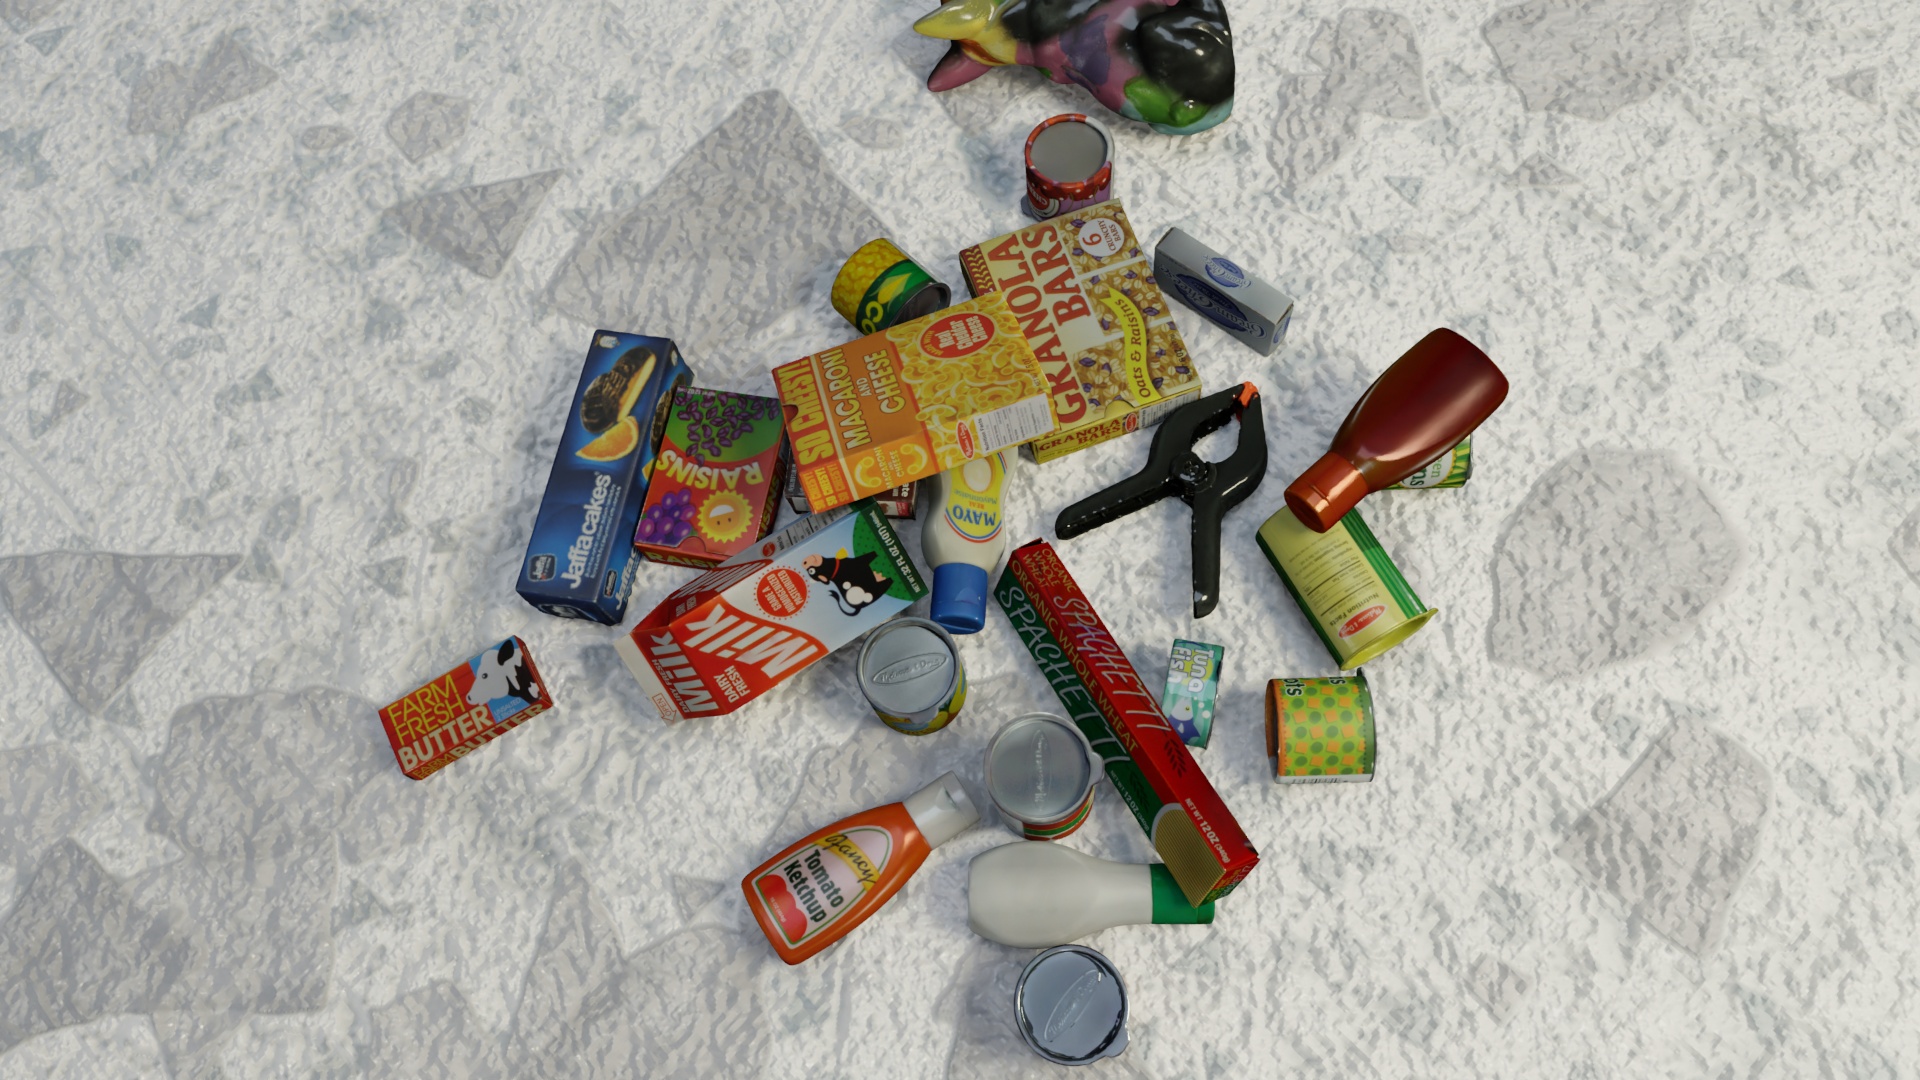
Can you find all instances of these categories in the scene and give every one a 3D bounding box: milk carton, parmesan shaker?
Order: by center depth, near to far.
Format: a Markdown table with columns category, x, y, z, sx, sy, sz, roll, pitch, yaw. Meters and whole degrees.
| category | x | y | z | sx | sy | sz | roll | pitch | yaw |
| --- | --- | --- | --- | --- | --- | --- | --- | --- | --- |
| parmesan shaker | 0.246 | 0.022 | 0.891 | 0.071 | 0.071 | 0.103 | -27 | 69 | -5 |
| milk carton | -0.124 | 0.045 | 0.897 | 0.191 | 0.073 | 0.072 | -30 | 107 | -4 |

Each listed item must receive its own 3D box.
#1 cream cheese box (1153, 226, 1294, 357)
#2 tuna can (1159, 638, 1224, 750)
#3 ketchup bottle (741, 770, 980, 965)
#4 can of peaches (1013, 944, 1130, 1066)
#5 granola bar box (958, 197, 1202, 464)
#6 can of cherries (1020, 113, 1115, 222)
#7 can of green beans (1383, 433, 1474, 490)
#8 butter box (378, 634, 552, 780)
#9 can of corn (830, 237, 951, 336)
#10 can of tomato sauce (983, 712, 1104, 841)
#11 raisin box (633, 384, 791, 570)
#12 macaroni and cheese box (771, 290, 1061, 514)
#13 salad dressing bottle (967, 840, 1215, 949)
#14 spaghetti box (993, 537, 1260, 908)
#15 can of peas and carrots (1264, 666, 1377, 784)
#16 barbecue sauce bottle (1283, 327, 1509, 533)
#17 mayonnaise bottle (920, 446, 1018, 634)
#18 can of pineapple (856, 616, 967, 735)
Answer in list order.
| category | x | y | z | sx | sy | sz | roll | pitch | yaw |
| --- | --- | --- | --- | --- | --- | --- | --- | --- | --- |
| cream cheese box | 0.184 | -0.175 | 0.979 | 0.104 | 0.053 | 0.024 | 37 | 79 | 16 |
| tuna can | 0.145 | 0.095 | 0.871 | 0.033 | 0.071 | 0.071 | 10 | 71 | 10 |
| ketchup bottle | -0.059 | 0.198 | 0.865 | 0.149 | 0.043 | 0.065 | -32 | 70 | -8 |
| can of peaches | 0.067 | 0.276 | 0.817 | 0.071 | 0.058 | 0.071 | -1 | 69 | 4 |
| granola bar box | 0.083 | -0.151 | 0.986 | 0.124 | 0.039 | 0.166 | -19 | 69 | -2 |
| can of cherries | 0.078 | -0.269 | 1.021 | 0.071 | 0.058 | 0.072 | -2 | 69 | 4 |
| can of green beans | 0.301 | -0.066 | 0.920 | 0.058 | 0.071 | 0.071 | -2 | 69 | 5 |
| butter box | -0.332 | 0.112 | 0.932 | 0.103 | 0.024 | 0.053 | -30 | 69 | -7 |
| can of corn | -0.052 | -0.172 | 0.991 | 0.071 | 0.071 | 0.058 | -44 | 71 | -11 |
| can of tomato sauce | 0.052 | 0.147 | 0.853 | 0.071 | 0.083 | 0.071 | -2 | 70 | 4 |
| raisin box | -0.168 | -0.041 | 0.967 | 0.086 | 0.040 | 0.124 | 9 | 71 | 7 |
| macaroni and cheese box | -0.033 | -0.094 | 0.907 | 0.166 | 0.040 | 0.124 | -19 | 42 | -2 |
| salad dressing bottle | 0.079 | 0.216 | 0.847 | 0.148 | 0.044 | 0.064 | -1 | 69 | 3 |
| spaghetti box | 0.096 | 0.107 | 0.860 | 0.029 | 0.049 | 0.251 | -14 | 56 | -30 |
| can of peas and carrots | 0.221 | 0.115 | 0.859 | 0.059 | 0.070 | 0.071 | -3 | 69 | 5 |
| barbecue sauce bottle | 0.267 | -0.065 | 0.864 | 0.149 | 0.043 | 0.065 | -40 | 71 | -8 |
| mayonnaise bottle | 0.003 | -0.012 | 0.929 | 0.065 | 0.041 | 0.148 | 13 | 63 | -18 |
| can of pineapple | -0.030 | 0.090 | 0.895 | 0.071 | 0.057 | 0.071 | -2 | 70 | 5 |
